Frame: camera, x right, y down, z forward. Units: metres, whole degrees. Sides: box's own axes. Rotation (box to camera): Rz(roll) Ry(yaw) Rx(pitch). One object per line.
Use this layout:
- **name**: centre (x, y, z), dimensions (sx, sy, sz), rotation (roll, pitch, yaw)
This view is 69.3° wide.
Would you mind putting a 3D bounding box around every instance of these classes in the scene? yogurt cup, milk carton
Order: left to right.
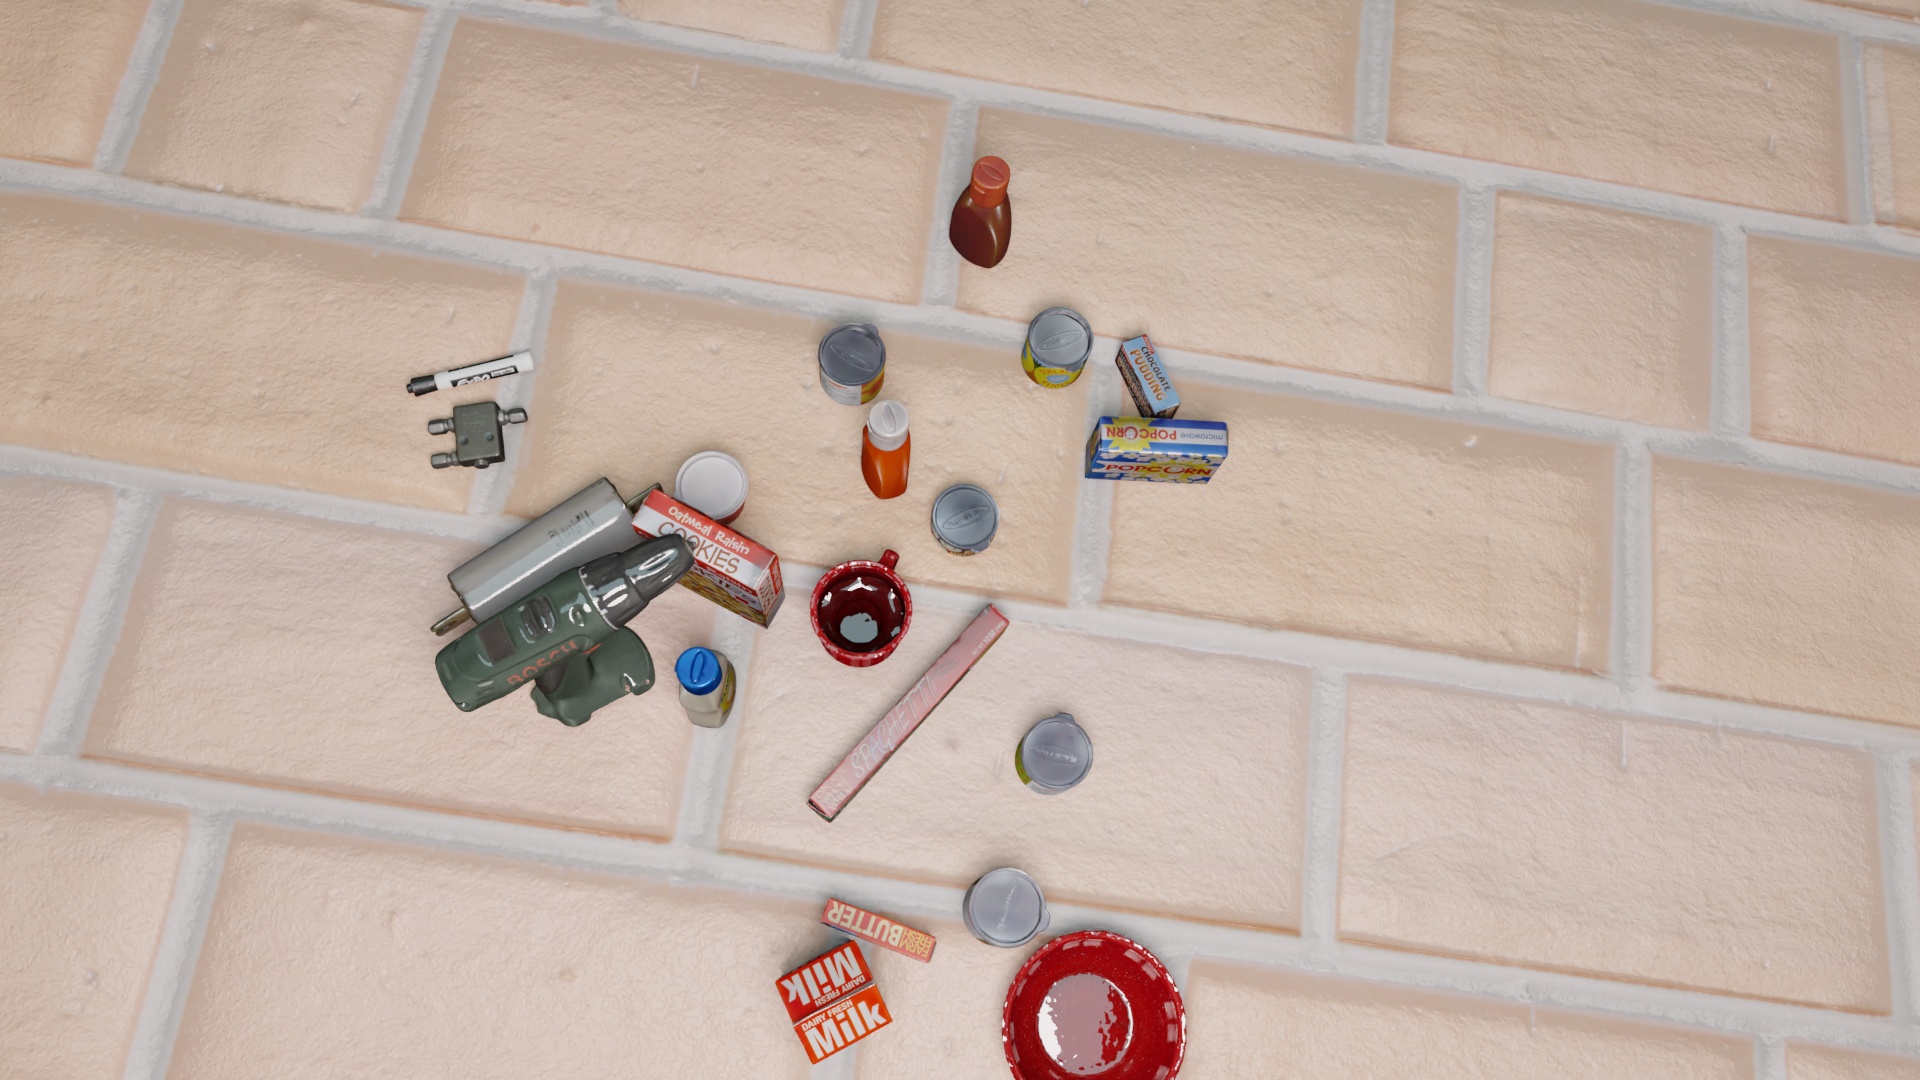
- **yogurt cup**: centre (-0.236, -0.046, 1.328), dimensions (0.072, 0.053, 0.072), rotation (1, 74, -4)
- **milk carton**: centre (-0.104, 0.378, 1.144), dimensions (0.072, 0.190, 0.073), rotation (-25, 78, -11)

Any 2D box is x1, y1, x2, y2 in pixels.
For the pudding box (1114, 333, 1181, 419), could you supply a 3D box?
- **pudding box**: centre (0.189, -0.160, 1.400), dimensions (0.030, 0.049, 0.084), rotation (-21, 77, -10)

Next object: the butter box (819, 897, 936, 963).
- **butter box**: centre (-0.073, 0.344, 1.228), dimensions (0.103, 0.053, 0.024), rotation (21, 74, 1)

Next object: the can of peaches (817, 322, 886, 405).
- **can of peaches**: centre (-0.106, -0.175, 1.375), dimensions (0.071, 0.058, 0.071), rotation (1, 74, -4)

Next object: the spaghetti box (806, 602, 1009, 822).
- **spaghetti box**: centre (-0.047, 0.160, 1.286), dimensions (0.029, 0.050, 0.251), rotation (41, 75, 7)

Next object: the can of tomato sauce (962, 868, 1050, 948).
- **can of tomato sauce**: centre (0.039, 0.326, 1.227), dimensions (0.071, 0.083, 0.071), rotation (1, 74, -4)

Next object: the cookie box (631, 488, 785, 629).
- **cookie box**: centre (-0.223, 0.019, 1.251), dimensions (0.123, 0.167, 0.040), rotation (27, 74, 3)

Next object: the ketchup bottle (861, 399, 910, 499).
- **ketchup bottle**: centre (-0.070, -0.089, 1.305), dimensions (0.043, 0.148, 0.065), rotation (-16, 76, -9)

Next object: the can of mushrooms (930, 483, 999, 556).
- **can of mushrooms**: centre (0.005, -0.017, 1.351), dimensions (0.071, 0.033, 0.071), rotation (1, 74, -4)

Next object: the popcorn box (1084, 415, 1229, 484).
- **popcorn box**: centre (0.191, -0.088, 1.360), dimensions (0.127, 0.085, 0.038), rotation (2, 74, -4)

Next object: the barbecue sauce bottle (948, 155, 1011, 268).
- **barbecue sauce bottle**: centre (0.023, -0.328, 1.384), dimensions (0.065, 0.148, 0.044), rotation (38, 75, 6)

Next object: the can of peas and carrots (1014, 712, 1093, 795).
- **can of peas and carrots**: centre (0.086, 0.197, 1.282), dimensions (0.071, 0.058, 0.071), rotation (1, 74, -4)

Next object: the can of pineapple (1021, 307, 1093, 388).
- **can of pineapple**: centre (0.097, -0.191, 1.397), dimensions (0.071, 0.057, 0.071), rotation (1, 74, -4)

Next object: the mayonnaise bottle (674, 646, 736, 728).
- **mayonnaise bottle**: centre (-0.225, 0.126, 1.230), dimensions (0.041, 0.147, 0.065), rotation (10, 74, -2)
